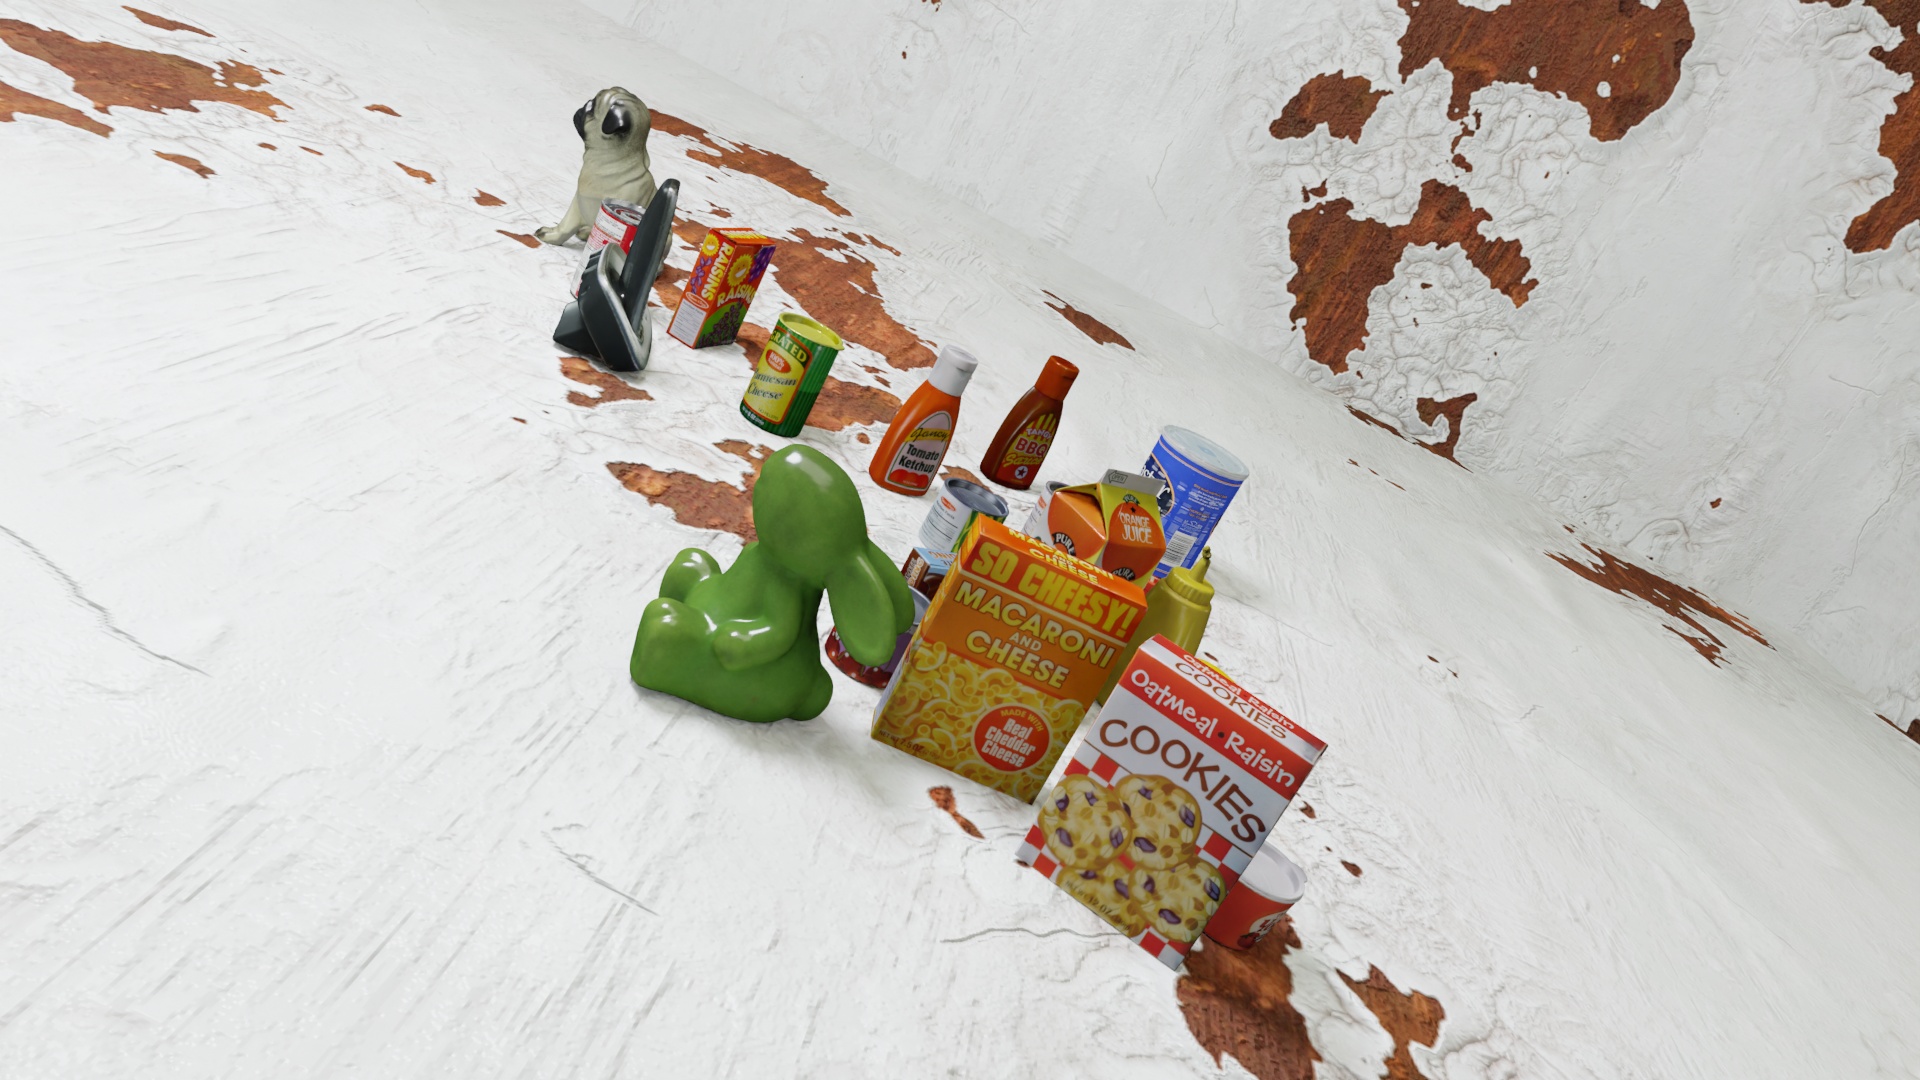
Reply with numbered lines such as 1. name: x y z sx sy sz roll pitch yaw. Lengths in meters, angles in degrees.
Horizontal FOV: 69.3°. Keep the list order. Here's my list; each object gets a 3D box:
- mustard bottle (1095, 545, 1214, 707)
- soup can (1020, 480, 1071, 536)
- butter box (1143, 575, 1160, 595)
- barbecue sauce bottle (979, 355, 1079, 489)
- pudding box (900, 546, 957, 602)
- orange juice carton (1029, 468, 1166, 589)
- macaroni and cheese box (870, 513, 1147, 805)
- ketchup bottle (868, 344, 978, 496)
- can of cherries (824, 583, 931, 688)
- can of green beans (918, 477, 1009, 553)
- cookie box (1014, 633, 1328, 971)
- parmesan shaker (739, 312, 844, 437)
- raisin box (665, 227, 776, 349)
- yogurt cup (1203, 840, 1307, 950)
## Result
1. mustard bottle: 0.165 0.073 1.118 0.065 0.159 0.049 38 22 26
2. soup can: 0.094 -0.003 1.318 0.071 0.083 0.071 24 21 -10
3. butter box: 0.162 0.053 1.313 0.103 0.053 0.024 29 20 3
4. barbecue sauce bottle: 0.079 -0.128 1.502 0.065 0.148 0.044 12 25 -37
5. pudding box: -0.011 0.036 1.141 0.084 0.049 0.030 9 27 -41
6. orange juice carton: 0.092 0.029 1.085 0.072 0.192 0.073 9 27 -42
7. macaroni and cheese box: 0.030 0.080 0.924 0.124 0.165 0.040 24 20 -10
8. ketchup bottle: -0.032 -0.116 1.336 0.065 0.148 0.044 13 25 -34
9. can of cherries: -0.059 0.064 1.004 0.071 0.058 0.072 24 21 -10
10. can of green beans: 0.003 -0.016 1.272 0.071 0.057 0.071 24 21 -10
11. cookie box: 0.127 0.160 0.854 0.123 0.166 0.040 34 21 16
12. parmesan shaker: -0.162 -0.157 1.336 0.071 0.102 0.071 24 20 -10
13. raisin box: -0.249 -0.264 1.452 0.040 0.123 0.086 33 21 13
14. yogurt cup: 0.184 0.232 0.917 0.072 0.053 0.073 24 21 -10
